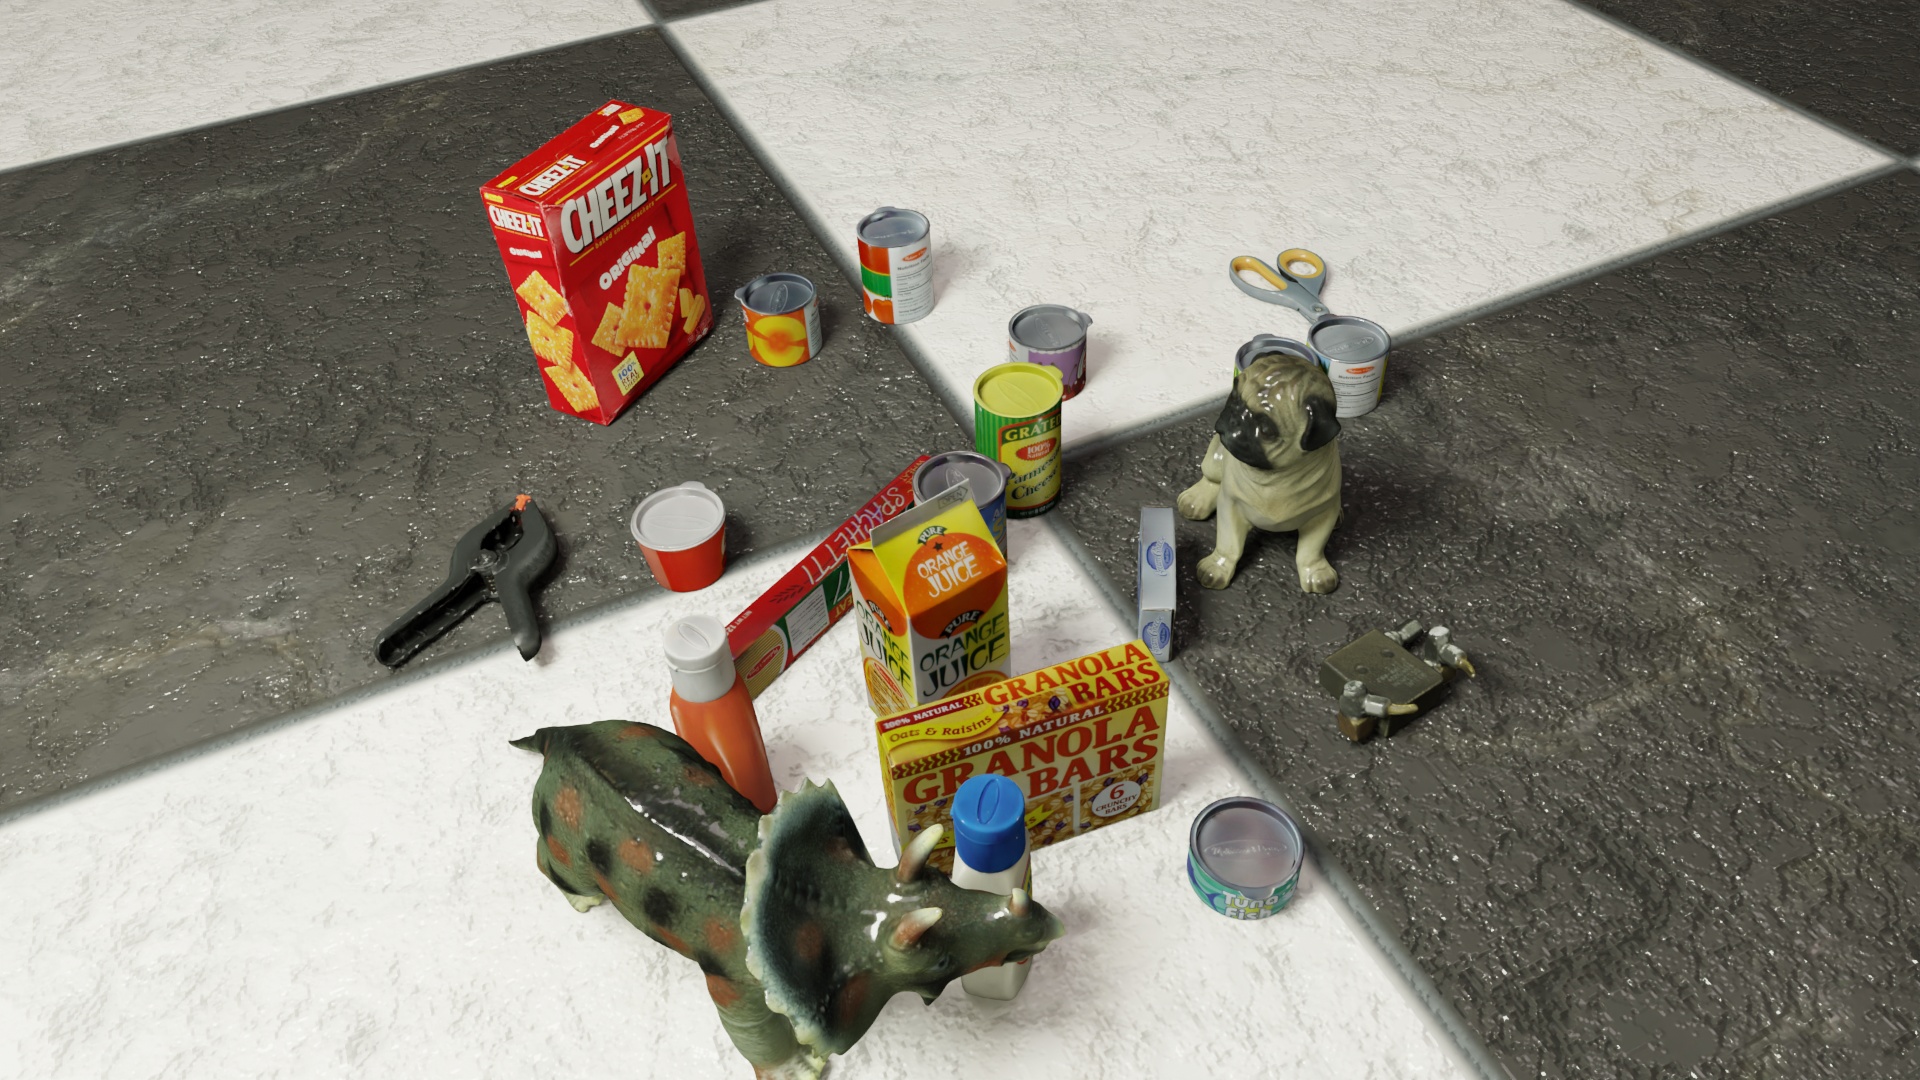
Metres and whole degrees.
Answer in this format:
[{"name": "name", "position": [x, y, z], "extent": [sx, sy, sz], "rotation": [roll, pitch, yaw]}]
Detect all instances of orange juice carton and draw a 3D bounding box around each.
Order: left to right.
[{"name": "orange juice carton", "position": [-0.018, 0.048, 0.859], "extent": [0.072, 0.191, 0.073], "rotation": [-27, 48, -23]}]

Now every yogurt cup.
[{"name": "yogurt cup", "position": [-0.203, 0.001, 1.022], "extent": [0.072, 0.053, 0.073], "rotation": [-2, 43, 2]}]

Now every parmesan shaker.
[{"name": "parmesan shaker", "position": [0.047, -0.075, 1.051], "extent": [0.071, 0.102, 0.072], "rotation": [-2, 43, 2]}]

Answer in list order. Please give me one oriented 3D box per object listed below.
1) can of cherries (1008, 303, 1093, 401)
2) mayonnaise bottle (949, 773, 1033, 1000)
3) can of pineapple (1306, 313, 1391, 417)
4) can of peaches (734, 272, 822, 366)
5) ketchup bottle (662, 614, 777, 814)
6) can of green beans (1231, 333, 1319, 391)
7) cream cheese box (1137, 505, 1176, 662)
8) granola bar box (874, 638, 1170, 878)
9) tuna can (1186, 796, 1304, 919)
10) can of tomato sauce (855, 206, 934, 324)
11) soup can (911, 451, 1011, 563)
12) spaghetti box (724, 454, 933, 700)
[{"name": "can of cherries", "position": [0.076, -0.157, 1.169], "extent": [0.071, 0.058, 0.072], "rotation": [-2, 43, 2]}, {"name": "mayonnaise bottle", "position": [0.018, 0.184, 0.744], "extent": [0.041, 0.147, 0.065], "rotation": [7, 44, 11]}, {"name": "can of pineapple", "position": [0.314, -0.144, 1.139], "extent": [0.071, 0.057, 0.071], "rotation": [-2, 43, 2]}, {"name": "can of peaches", "position": [-0.159, -0.194, 1.224], "extent": [0.071, 0.057, 0.071], "rotation": [-2, 43, 2]}, {"name": "ketchup bottle", "position": [-0.148, 0.108, 0.835], "extent": [0.065, 0.148, 0.044], "rotation": [33, 54, 32]}, {"name": "can of green beans", "position": [0.252, -0.122, 1.120], "extent": [0.071, 0.057, 0.071], "rotation": [-2, 43, 2]}, {"name": "cream cheese box", "position": [0.137, 0.030, 0.970], "extent": [0.024, 0.053, 0.104], "rotation": [2, 43, 6]}, {"name": "granola bar box", "position": [0.037, 0.132, 0.816], "extent": [0.166, 0.123, 0.039], "rotation": [-16, 44, -12]}, {"name": "tuna can", "position": [0.167, 0.188, 0.814], "extent": [0.071, 0.032, 0.071], "rotation": [-2, 43, 2]}, {"name": "can of tomato sauce", "position": [-0.059, -0.249, 1.257], "extent": [0.071, 0.082, 0.071], "rotation": [-2, 43, 2]}, {"name": "soup can", "position": [0.004, -0.013, 1.001], "extent": [0.071, 0.083, 0.072], "rotation": [-2, 43, 2]}, {"name": "spaghetti box", "position": [-0.088, 0.025, 0.991], "extent": [0.029, 0.049, 0.251], "rotation": [25, 50, 27]}]
